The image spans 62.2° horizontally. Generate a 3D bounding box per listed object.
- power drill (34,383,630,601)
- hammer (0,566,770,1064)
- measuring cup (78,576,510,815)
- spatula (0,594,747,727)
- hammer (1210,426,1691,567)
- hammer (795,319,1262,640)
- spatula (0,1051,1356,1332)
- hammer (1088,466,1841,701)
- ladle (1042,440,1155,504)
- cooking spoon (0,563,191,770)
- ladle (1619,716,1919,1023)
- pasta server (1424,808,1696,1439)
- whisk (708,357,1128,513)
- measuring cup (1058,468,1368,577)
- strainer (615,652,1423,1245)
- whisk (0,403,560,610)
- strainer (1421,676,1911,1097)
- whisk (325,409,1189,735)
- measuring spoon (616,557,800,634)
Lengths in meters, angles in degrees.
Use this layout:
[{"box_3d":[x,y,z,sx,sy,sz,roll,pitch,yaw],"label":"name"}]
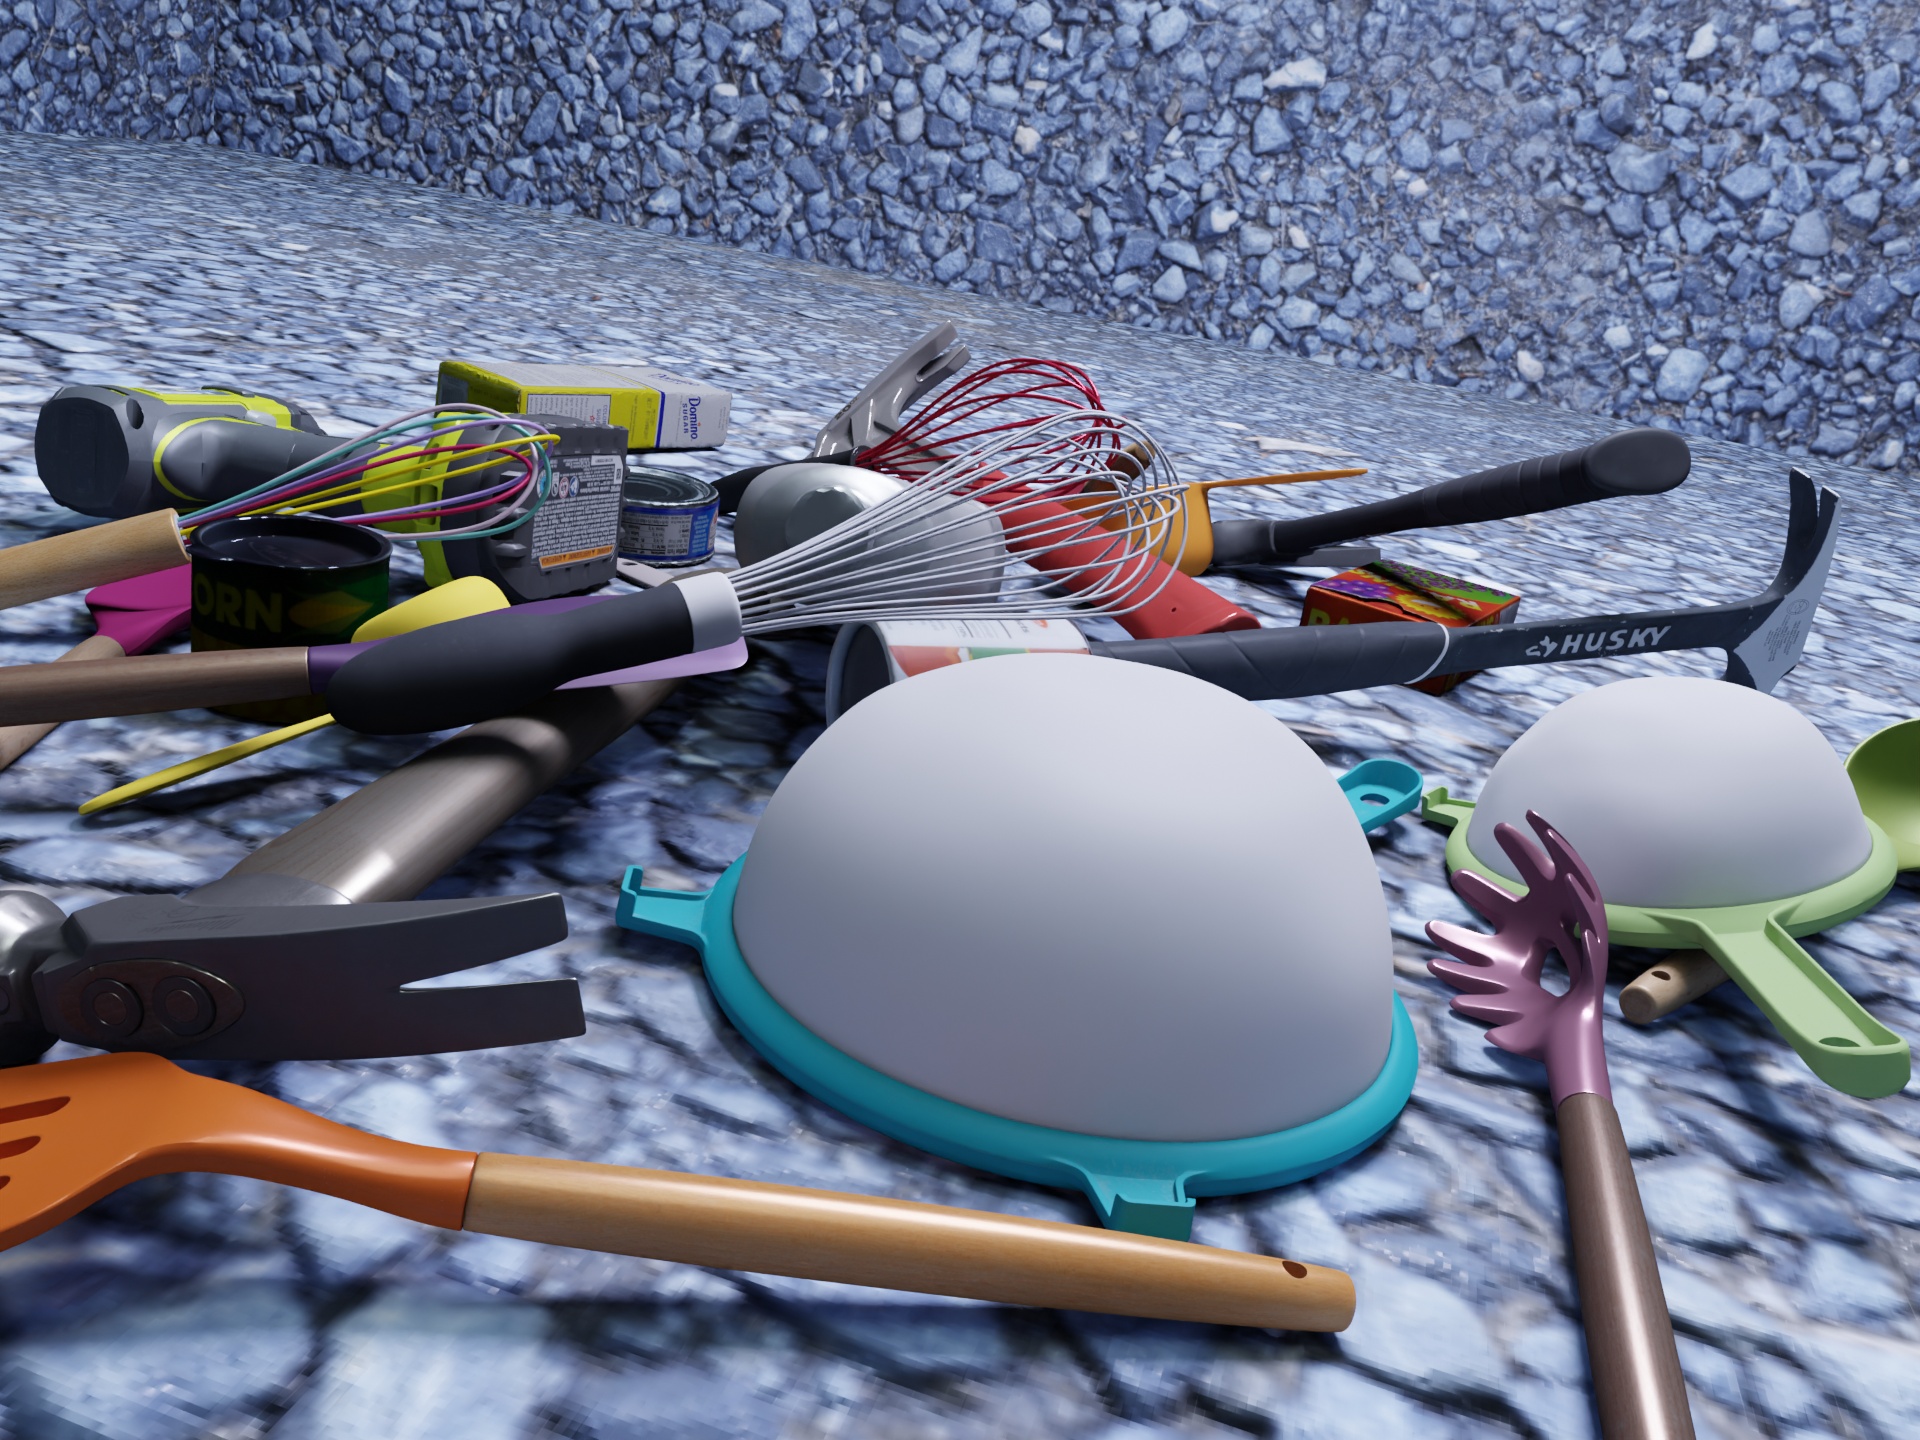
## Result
[{"box_3d":[-0.278,-0.116,0.746,0.223,0.080,0.171,10,12,10],"label":"power drill"},{"box_3d":[-0.122,0.002,0.518,0.146,0.038,0.411,-3,16,10],"label":"hammer"},{"box_3d":[-0.212,-0.011,0.516,0.062,0.029,0.156,-18,9,44],"label":"measuring cup"},{"box_3d":[-0.224,-0.014,0.482,0.316,0.018,0.060,-6,33,-15],"label":"spatula"},{"box_3d":[0.257,-0.116,0.875,0.146,0.035,0.335,-3,0,-23],"label":"hammer"},{"box_3d":[0.036,-0.114,0.840,0.359,0.149,0.036,38,-11,48],"label":"hammer"},{"box_3d":[-0.074,0.105,0.319,0.322,0.041,0.081,11,18,-10],"label":"spatula"},{"box_3d":[0.229,-0.036,0.723,0.408,0.149,0.036,-5,36,-19],"label":"hammer"},{"box_3d":[0.084,-0.140,0.935,0.069,0.031,0.315,-15,3,-2],"label":"ladle"},{"box_3d":[-0.300,-0.013,0.537,0.068,0.017,0.319,-3,21,-3],"label":"cooking spoon"},{"box_3d":[0.332,0.053,0.606,0.320,0.062,0.078,-12,25,-41],"label":"ladle"},{"box_3d":[0.150,0.109,0.391,0.040,0.060,0.316,34,25,0],"label":"pasta server"},{"box_3d":[-0.037,-0.137,0.838,0.296,0.073,0.073,-3,7,42],"label":"whisk"},{"box_3d":[0.137,-0.104,0.875,0.173,0.052,0.095,-5,3,17],"label":"measuring cup"},{"box_3d":[0.076,0.023,0.505,0.211,0.095,0.340,24,25,34],"label":"strainer"},{"box_3d":[-0.273,-0.075,0.606,0.245,0.051,0.047,-17,35,-14],"label":"whisk"},{"box_3d":[0.247,0.036,0.525,0.151,0.069,0.256,-5,14,8],"label":"strainer"},{"box_3d":[-0.048,-0.040,0.493,0.284,0.070,0.070,-17,30,-23],"label":"whisk"},{"box_3d":[-0.127,-0.066,0.765,0.124,0.018,0.034,21,23,31],"label":"measuring spoon"}]
